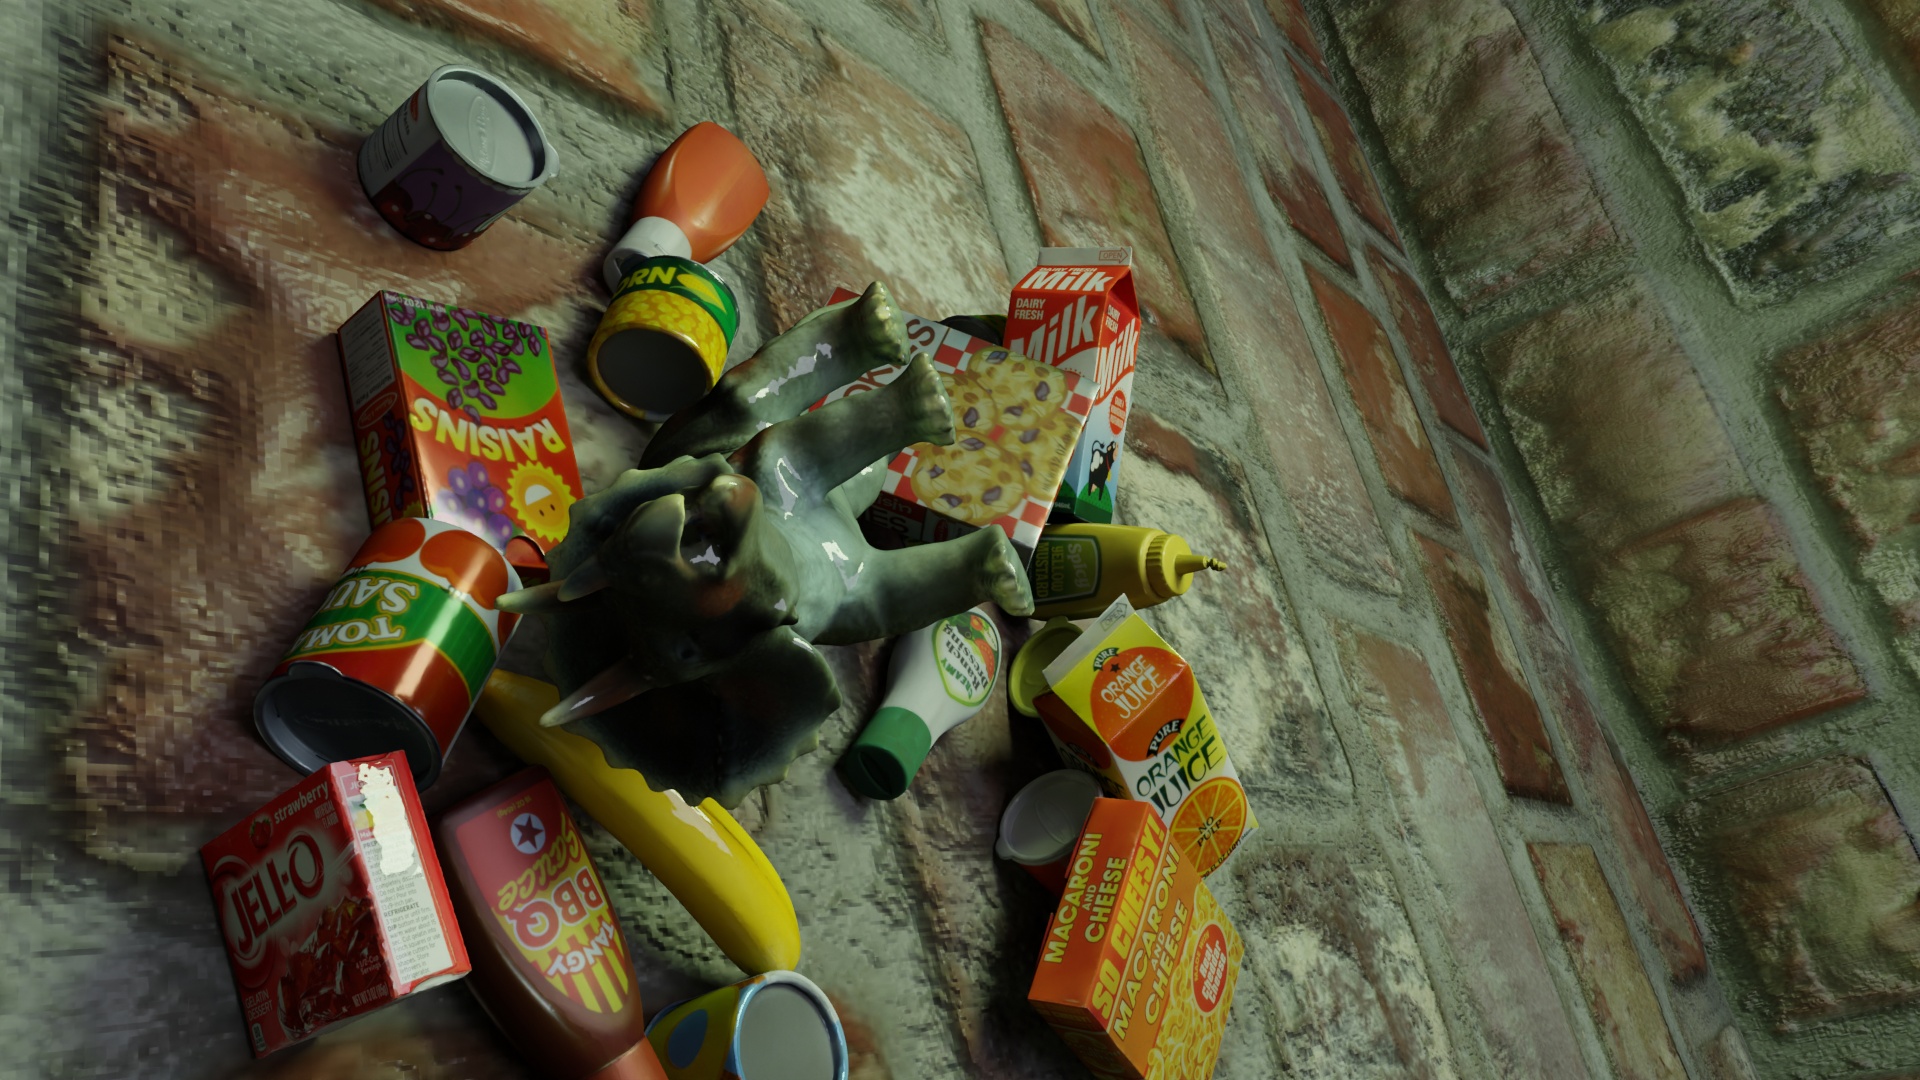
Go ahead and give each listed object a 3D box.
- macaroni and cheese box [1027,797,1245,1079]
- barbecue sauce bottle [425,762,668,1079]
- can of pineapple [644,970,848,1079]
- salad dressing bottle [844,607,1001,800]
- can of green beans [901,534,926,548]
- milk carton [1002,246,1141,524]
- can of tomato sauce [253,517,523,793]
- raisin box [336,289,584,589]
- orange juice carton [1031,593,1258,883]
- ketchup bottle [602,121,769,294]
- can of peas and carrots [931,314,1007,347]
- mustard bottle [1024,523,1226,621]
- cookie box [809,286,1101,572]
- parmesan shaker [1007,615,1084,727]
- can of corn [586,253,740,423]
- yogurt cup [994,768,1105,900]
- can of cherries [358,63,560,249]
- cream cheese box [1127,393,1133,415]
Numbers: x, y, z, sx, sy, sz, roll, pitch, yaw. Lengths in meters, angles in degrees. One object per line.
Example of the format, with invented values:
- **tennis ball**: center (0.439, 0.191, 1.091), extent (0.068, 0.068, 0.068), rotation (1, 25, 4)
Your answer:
- **macaroni and cheese box**: center (0.103, 0.243, 0.785), extent (0.166, 0.040, 0.124), rotation (56, 45, -37)
- **barbecue sauce bottle**: center (-0.152, 0.162, 0.522), extent (0.148, 0.043, 0.065), rotation (63, 29, 1)
- **can of pineapple**: center (-0.088, 0.215, 0.562), extent (0.071, 0.057, 0.071), rotation (37, 39, -37)
- **salad dressing bottle**: center (-0.020, 0.089, 0.781), extent (0.064, 0.044, 0.148), rotation (56, 31, -13)
- **can of green beans**: center (0.003, -0.013, 0.885), extent (0.071, 0.057, 0.071), rotation (37, 39, -37)
- **milk carton**: center (0.072, -0.108, 0.948), extent (0.073, 0.072, 0.190), rotation (18, 79, -63)
- **can of tomato sauce**: center (-0.208, 0.041, 0.511), extent (0.071, 0.071, 0.083), rotation (46, 33, -26)
- **raisin box**: center (-0.211, -0.039, 0.599), extent (0.086, 0.040, 0.123), rotation (9, 60, -55)
- **orange juice carton**: center (0.107, 0.123, 0.840), extent (0.072, 0.073, 0.192), rotation (-40, 125, -19)
- **ketchup bottle**: center (-0.158, -0.184, 0.792), extent (0.064, 0.043, 0.149), rotation (48, 33, -22)
- **can of peas and carrots**: center (0.012, -0.129, 0.988), extent (0.059, 0.070, 0.071), rotation (-18, 82, -60)
- **mustard bottle**: center (0.098, 0.018, 0.899), extent (0.049, 0.160, 0.065), rotation (10, 77, -51)
- **cookie box**: center (-0.020, -0.063, 0.786), extent (0.167, 0.040, 0.123), rotation (21, 58, 5)
- **parmesan shaker**: center (0.089, 0.103, 0.913), extent (0.103, 0.071, 0.072), rotation (36, 39, -37)
- **can of corn**: center (-0.153, -0.104, 0.712), extent (0.071, 0.071, 0.058), rotation (43, 36, -30)
- **yogurt cup**: center (0.065, 0.178, 0.822), extent (0.053, 0.072, 0.073), rotation (55, 30, -29)
- **can of cherries**: center (-0.235, -0.178, 0.654), extent (0.071, 0.058, 0.072), rotation (38, 37, -35)
- **cream cheese box**: center (0.103, -0.087, 1.102), extent (0.024, 0.053, 0.104), rotation (50, 32, -17)
